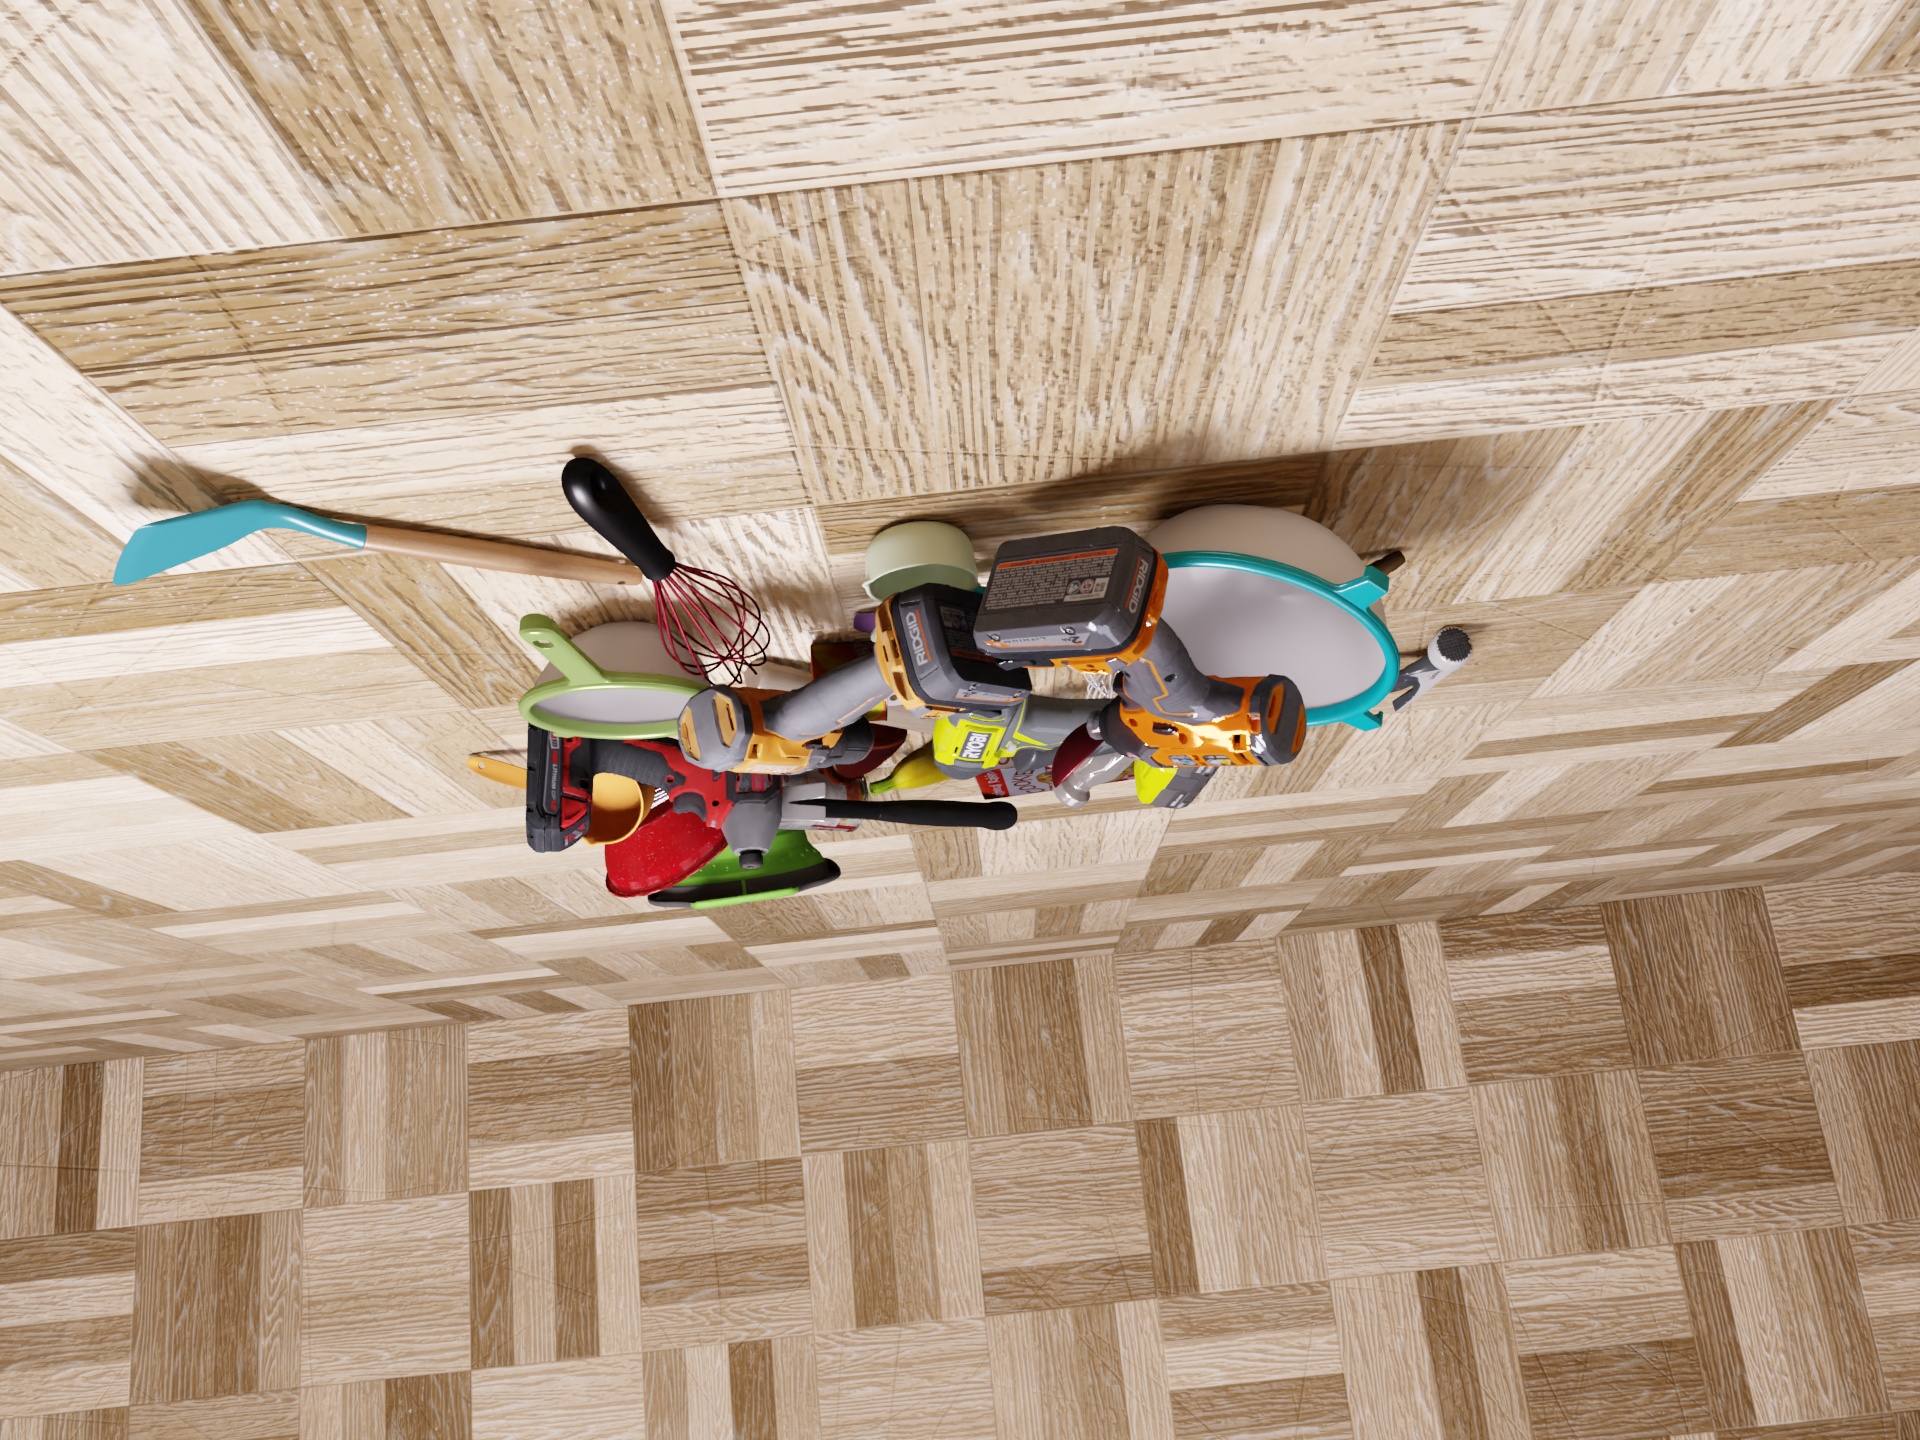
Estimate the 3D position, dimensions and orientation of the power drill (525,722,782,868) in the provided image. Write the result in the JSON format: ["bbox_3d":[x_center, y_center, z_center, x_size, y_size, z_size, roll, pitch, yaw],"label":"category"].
[{"bbox_3d":[-0.264,0.060,1.383,0.219,0.143,0.078,1,160,-14],"label":"power drill"}]

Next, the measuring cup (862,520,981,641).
[{"bbox_3d":[-0.040,-0.096,1.120,0.083,0.038,0.167,-1,165,-17],"label":"measuring cup"}]

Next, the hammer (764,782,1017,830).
[{"bbox_3d":[-0.071,0.088,1.556,0.334,0.035,0.146,6,171,-42],"label":"hammer"}]

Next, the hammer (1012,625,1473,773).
[{"bbox_3d":[0.247,-0.008,1.440,0.409,0.036,0.149,-12,164,-4],"label":"hammer"}]

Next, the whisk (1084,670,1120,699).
[{"bbox_3d":[0.127,-0.059,1.296,0.058,0.059,0.246,-41,164,-12],"label":"whisk"}]

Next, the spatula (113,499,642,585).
[{"bbox_3d":[-0.344,-0.099,0.986,0.317,0.044,0.082,5,157,-36],"label":"spatula"}]

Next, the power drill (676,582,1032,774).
[{"bbox_3d":[-0.062,-0.016,1.133,0.226,0.084,0.185,-22,165,29],"label":"power drill"}]

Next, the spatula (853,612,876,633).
[{"bbox_3d":[0.074,-0.056,1.236,0.316,0.018,0.059,8,165,-5],"label":"spatula"}]

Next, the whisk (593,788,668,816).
[{"bbox_3d":[-0.267,0.053,1.516,0.284,0.070,0.070,-16,162,14],"label":"whisk"}]

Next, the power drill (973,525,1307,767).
[{"bbox_3d":[0.109,-0.035,1.061,0.164,0.084,0.226,-3,151,41],"label":"power drill"}]

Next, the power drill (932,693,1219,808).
[{"bbox_3d":[0.091,0.013,1.316,0.223,0.080,0.171,6,154,-8],"label":"power drill"}]

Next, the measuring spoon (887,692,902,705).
[{"bbox_3d":[-0.011,-0.035,1.337,0.124,0.018,0.034,-14,143,-6],"label":"measuring spoon"}]

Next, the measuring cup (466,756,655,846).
[{"bbox_3d":[-0.367,0.054,1.474,0.173,0.095,0.052,15,-159,7],"label":"measuring cup"}]

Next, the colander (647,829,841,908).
[{"bbox_3d":[-0.244,0.132,1.763,0.204,0.094,0.397,-8,-178,-7],"label":"colander"}]

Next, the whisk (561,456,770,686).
[{"bbox_3d":[-0.190,-0.093,1.041,0.073,0.073,0.295,-9,158,9],"label":"whisk"}]

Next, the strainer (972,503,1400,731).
[{"bbox_3d":[0.142,-0.097,1.117,0.340,0.095,0.210,11,154,19],"label":"strainer"}]

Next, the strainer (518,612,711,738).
[{"bbox_3d":[-0.258,-0.050,1.138,0.151,0.069,0.256,-5,164,6],"label":"strainer"}]

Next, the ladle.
[{"bbox_3d":[0.199,-0.043,1.203,0.315,0.031,0.069,-31,179,1],"label":"ladle"}]

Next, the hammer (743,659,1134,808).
[{"bbox_3d":[-0.002,-0.004,1.406,0.410,0.038,0.146,13,133,-37],"label":"hammer"}]
